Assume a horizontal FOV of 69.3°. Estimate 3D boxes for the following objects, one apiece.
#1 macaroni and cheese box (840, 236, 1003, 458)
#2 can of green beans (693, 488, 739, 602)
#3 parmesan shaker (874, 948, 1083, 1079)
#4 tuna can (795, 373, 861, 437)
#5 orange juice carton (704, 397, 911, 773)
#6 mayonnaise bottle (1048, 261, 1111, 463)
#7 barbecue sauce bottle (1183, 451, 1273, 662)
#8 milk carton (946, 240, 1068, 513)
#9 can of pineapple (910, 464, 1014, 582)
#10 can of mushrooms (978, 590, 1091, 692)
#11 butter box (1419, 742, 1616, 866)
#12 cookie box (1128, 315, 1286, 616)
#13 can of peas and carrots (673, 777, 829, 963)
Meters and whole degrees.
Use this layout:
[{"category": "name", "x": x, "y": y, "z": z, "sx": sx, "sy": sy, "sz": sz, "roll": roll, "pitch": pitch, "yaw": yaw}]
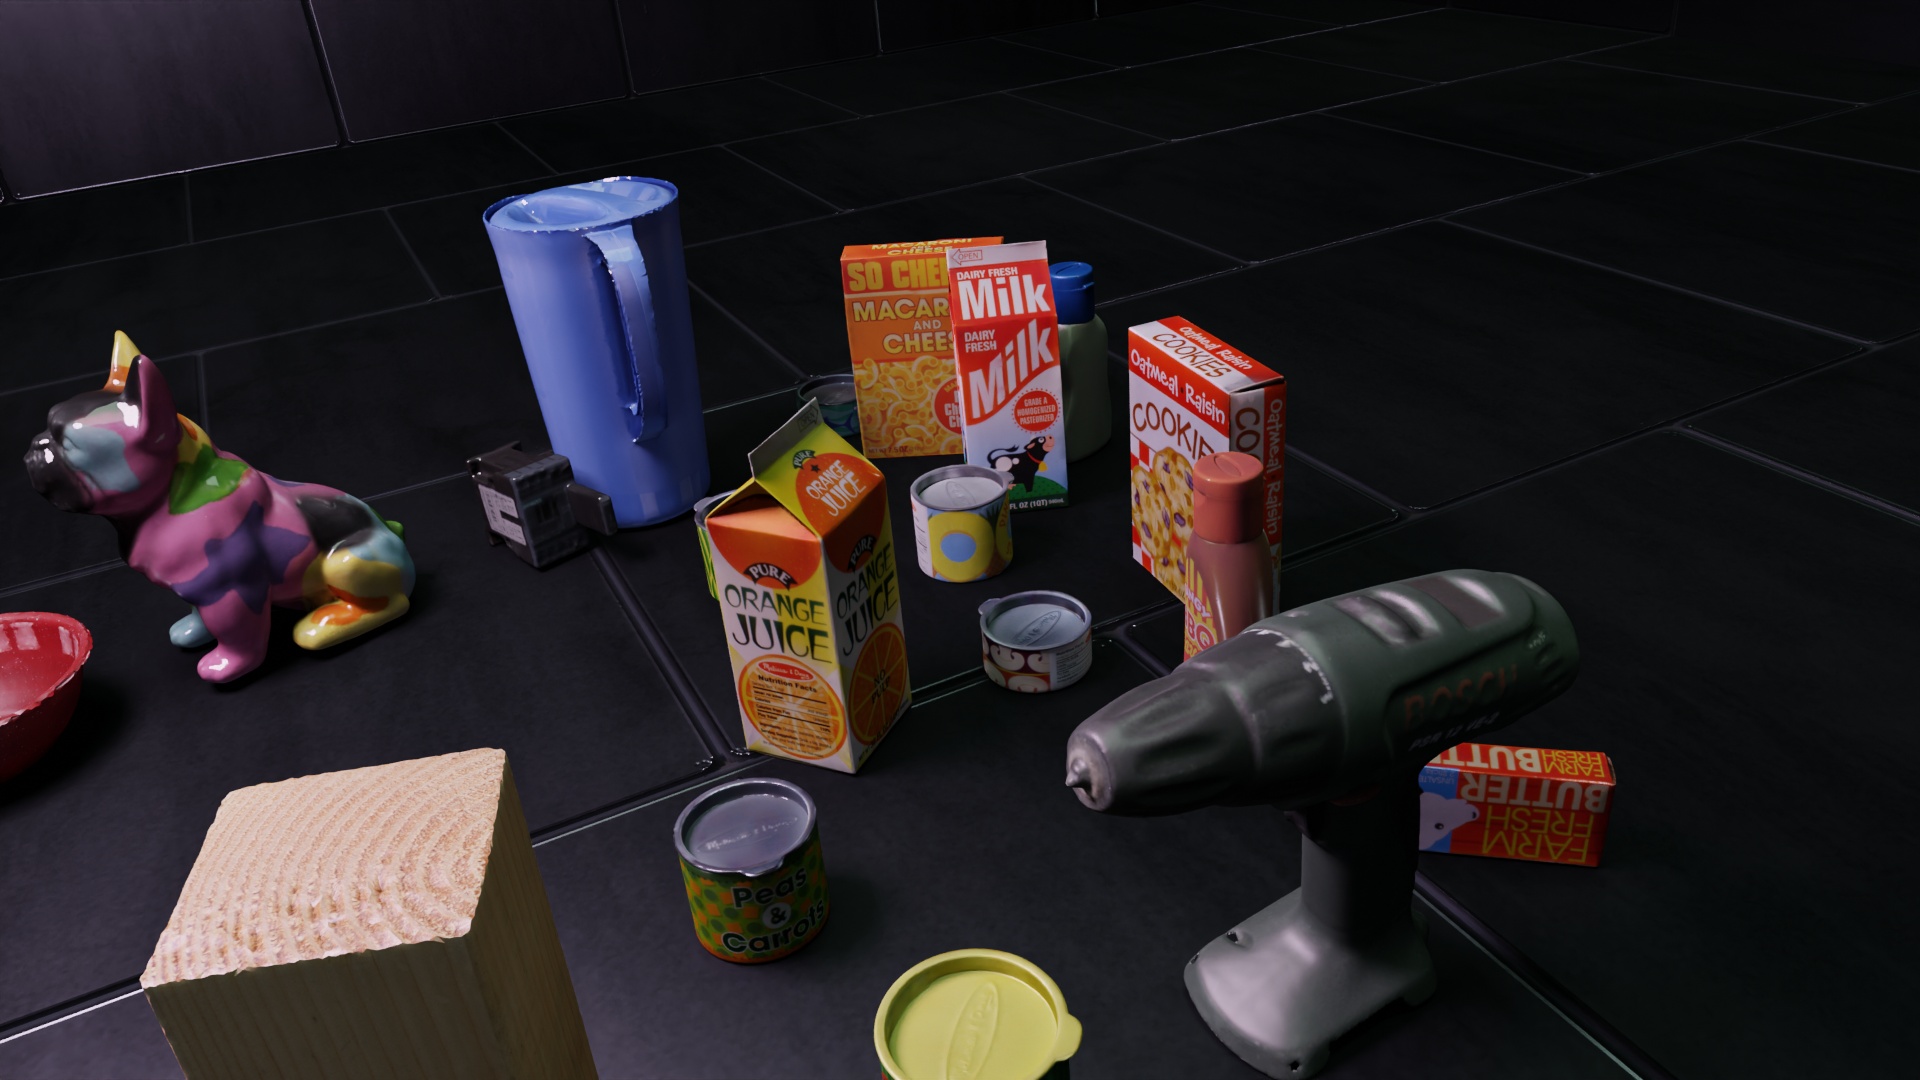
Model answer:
[{"category": "macaroni and cheese box", "x": -0.023, "y": -0.149, "z": 1.083, "sx": 0.124, "sy": 0.165, "sz": 0.040, "roll": -3, "pitch": 29, "yaw": 4}, {"category": "can of green beans", "x": -0.141, "y": 0.004, "z": 0.936, "sx": 0.071, "sy": 0.057, "sz": 0.071, "roll": -4, "pitch": 29, "yaw": 2}, {"category": "parmesan shaker", "x": 0.010, "y": 0.208, "z": 0.495, "sx": 0.071, "sy": 0.102, "sz": 0.071, "roll": -4, "pitch": 29, "yaw": 2}, {"category": "tuna can", "x": -0.102, "y": -0.113, "z": 1.168, "sx": 0.071, "sy": 0.032, "sz": 0.071, "roll": -4, "pitch": 29, "yaw": 2}, {"category": "orange juice carton", "x": -0.082, "y": 0.024, "z": 0.750, "sx": 0.073, "sy": 0.191, "sz": 0.072, "roll": 8, "pitch": 31, "yaw": 24}, {"category": "mayonnaise bottle", "x": 0.086, "y": -0.137, "z": 1.062, "sx": 0.041, "sy": 0.147, "sz": 0.065, "roll": 20, "pitch": 37, "yaw": 38}, {"category": "barbecue sauce bottle", "x": 0.146, "y": 0.025, "z": 0.757, "sx": 0.044, "sy": 0.147, "sz": 0.065, "roll": -11, "pitch": 29, "yaw": -10}, {"category": "milk carton", "x": 0.033, "y": -0.119, "z": 0.995, "sx": 0.072, "sy": 0.189, "sz": 0.074, "roll": -6, "pitch": 28, "yaw": -2}, {"category": "can of pineapple", "x": 0.003, "y": -0.012, "z": 0.941, "sx": 0.071, "sy": 0.057, "sz": 0.071, "roll": -4, "pitch": 29, "yaw": 2}, {"category": "can of mushrooms", "x": 0.044, "y": 0.059, "z": 0.831, "sx": 0.071, "sy": 0.033, "sz": 0.071, "roll": -4, "pitch": 29, "yaw": 2}, {"category": "butter box", "x": 0.251, "y": 0.124, "z": 0.660, "sx": 0.103, "sy": 0.053, "sz": 0.024, "roll": 2, "pitch": 29, "yaw": 14}, {"category": "cookie box", "x": 0.150, "y": -0.040, "z": 0.856, "sx": 0.040, "sy": 0.166, "sz": 0.123, "roll": -15, "pitch": 30, "yaw": -17}, {"category": "can of peas and carrots", "x": -0.096, "y": 0.156, "z": 0.652, "sx": 0.071, "sy": 0.058, "sz": 0.071, "roll": -4, "pitch": 29, "yaw": 2}]
